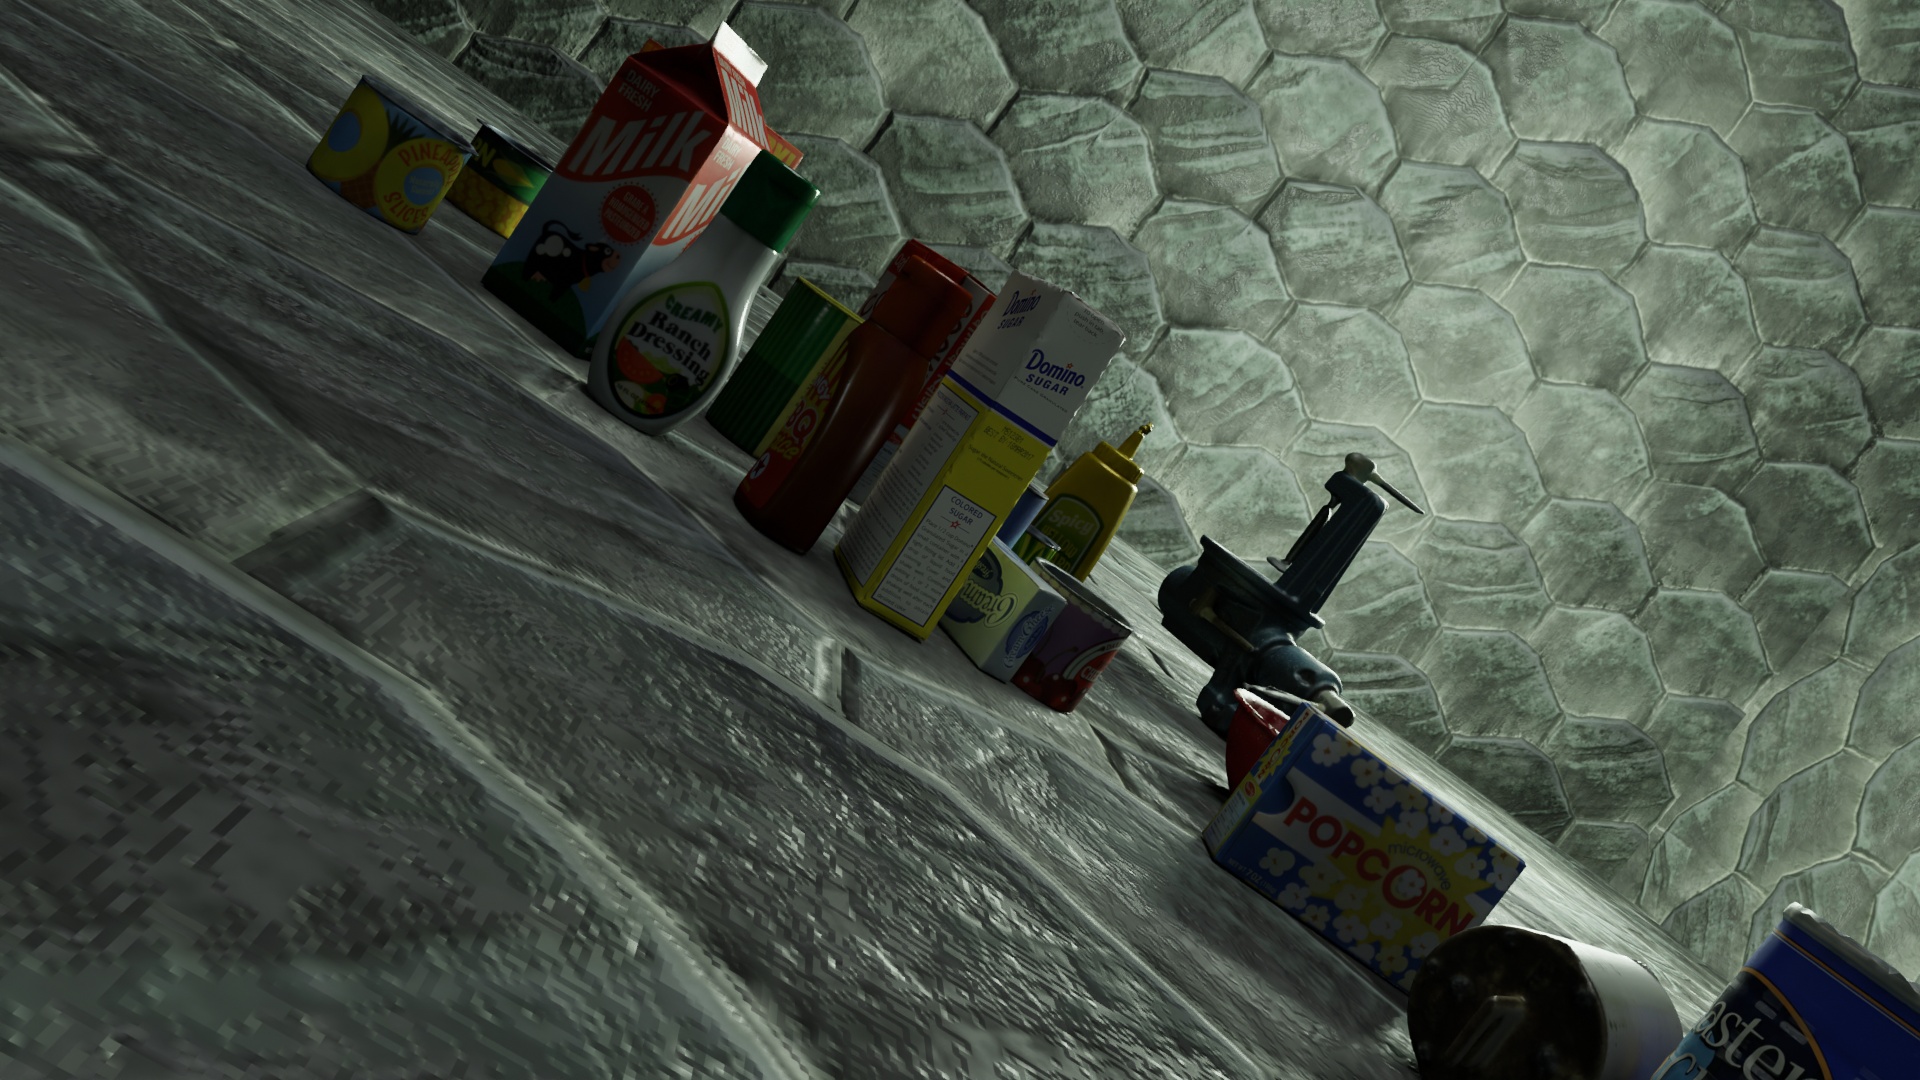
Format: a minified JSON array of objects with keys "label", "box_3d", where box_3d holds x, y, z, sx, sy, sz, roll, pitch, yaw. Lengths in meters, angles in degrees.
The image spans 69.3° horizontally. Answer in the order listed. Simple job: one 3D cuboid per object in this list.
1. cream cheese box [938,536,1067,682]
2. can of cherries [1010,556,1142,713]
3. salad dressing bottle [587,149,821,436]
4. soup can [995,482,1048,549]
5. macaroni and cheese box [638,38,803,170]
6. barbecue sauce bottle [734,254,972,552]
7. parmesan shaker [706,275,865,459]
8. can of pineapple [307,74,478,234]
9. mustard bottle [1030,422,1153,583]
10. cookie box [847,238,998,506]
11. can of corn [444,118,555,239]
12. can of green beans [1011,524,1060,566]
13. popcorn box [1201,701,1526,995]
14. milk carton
[{"label":"cream cheese box","box_3d":[0.010,0.026,0.736,0.024,0.053,0.104,31,8,-38]},{"label":"can of cherries","box_3d":[0.052,0.052,0.746,0.071,0.058,0.071,35,6,-4]},{"label":"salad dressing bottle","box_3d":[-0.125,-0.123,0.687,0.064,0.147,0.044,34,6,-18]},{"label":"soup can","box_3d":[0.003,-0.010,0.826,0.071,0.083,0.071,35,6,-4]},{"label":"macaroni and cheese box","box_3d":[-0.193,-0.211,0.879,0.040,0.166,0.123,40,7,35]},{"label":"barbecue sauce bottle","box_3d":[-0.051,-0.067,0.674,0.043,0.148,0.065,33,7,-25]},{"label":"parmesan shaker","box_3d":[-0.102,-0.101,0.846,0.071,0.103,0.071,35,6,-4]},{"label":"can of pineapple","box_3d":[-0.306,-0.207,0.750,0.071,0.058,0.071,35,6,-4]},{"label":"mustard bottle","box_3d":[0.087,-0.022,1.004,0.065,0.160,0.049,36,6,3]},{"label":"cookie box","box_3d":[-0.051,-0.120,0.960,0.040,0.167,0.123,33,7,-29]},{"label":"can of corn","box_3d":[-0.324,-0.253,0.979,0.071,0.058,0.071,35,6,-4]},{"label":"can of green beans","box_3d":[0.020,0.009,0.889,0.071,0.057,0.071,35,6,-4]},{"label":"popcorn box","box_3d":[0.192,0.148,0.666,0.126,0.085,0.038,35,6,-6]},{"label":"milk carton","box_3d":[-0.172,-0.195,0.771,0.073,0.190,0.072,37,6,9]}]
